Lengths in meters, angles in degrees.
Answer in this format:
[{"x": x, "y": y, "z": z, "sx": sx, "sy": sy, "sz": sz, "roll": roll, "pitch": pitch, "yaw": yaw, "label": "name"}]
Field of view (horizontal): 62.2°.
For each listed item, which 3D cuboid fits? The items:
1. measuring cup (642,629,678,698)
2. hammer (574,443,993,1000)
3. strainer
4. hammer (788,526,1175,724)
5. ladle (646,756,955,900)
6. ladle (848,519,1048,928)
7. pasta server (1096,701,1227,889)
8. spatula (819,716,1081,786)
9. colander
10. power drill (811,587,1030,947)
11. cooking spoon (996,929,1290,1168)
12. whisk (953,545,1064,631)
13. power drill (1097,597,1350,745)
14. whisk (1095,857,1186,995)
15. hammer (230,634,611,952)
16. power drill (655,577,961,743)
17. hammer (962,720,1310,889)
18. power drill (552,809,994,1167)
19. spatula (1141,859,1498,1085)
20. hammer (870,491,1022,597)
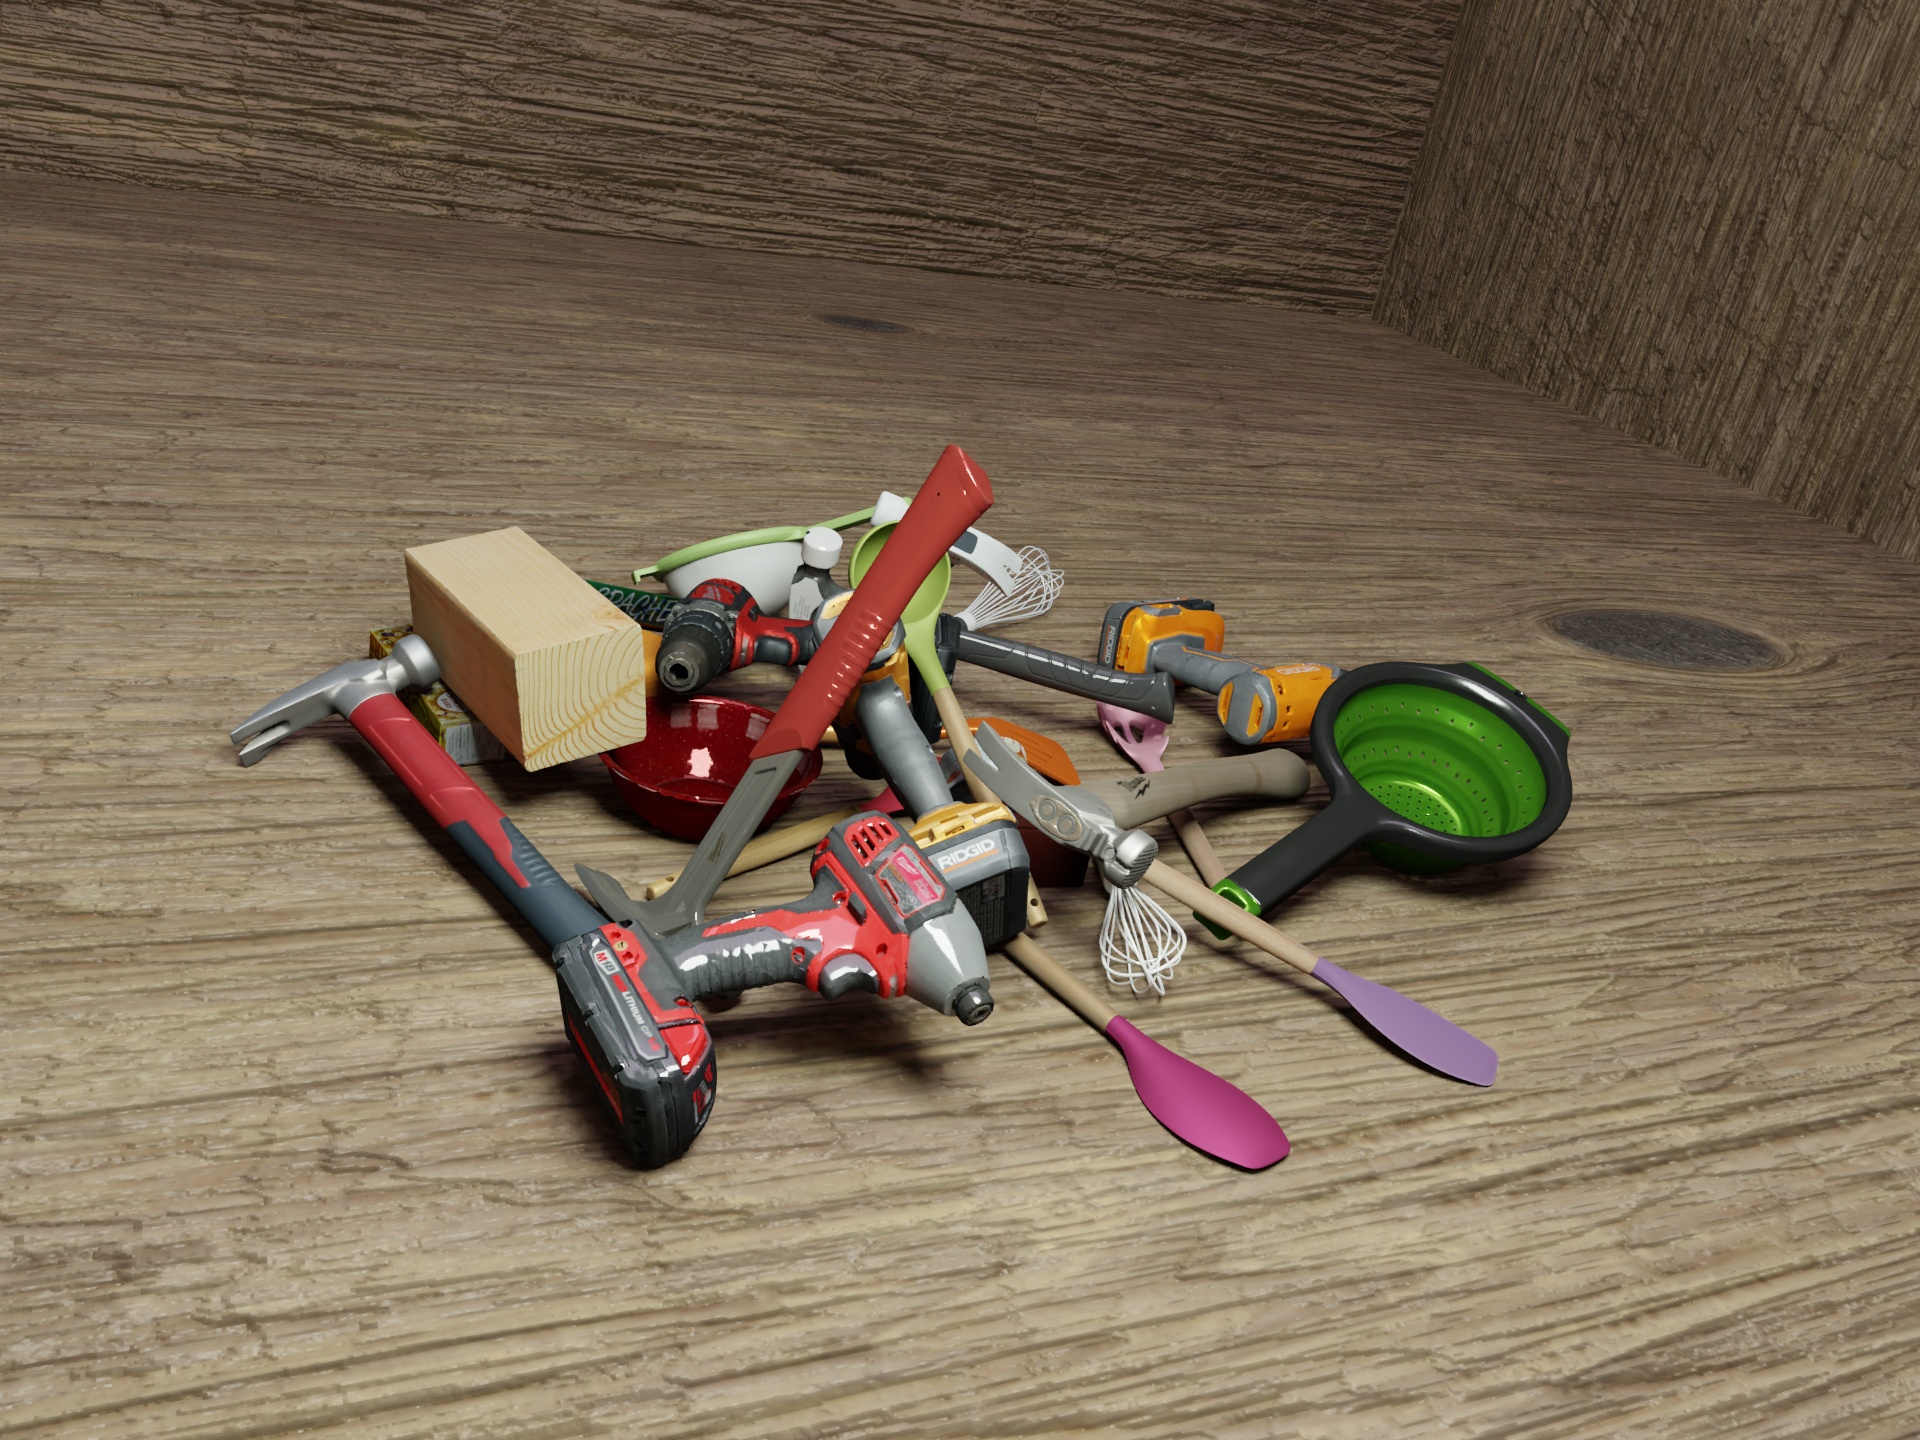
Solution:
[{"x": -0.292, "y": -0.059, "z": 1.292, "sx": 0.095, "sy": 0.052, "sz": 0.174, "roll": -10, "pitch": 35, "yaw": -38, "label": "measuring cup"}, {"x": -0.097, "y": -0.014, "z": 0.981, "sx": 0.149, "sy": 0.359, "sz": 0.036, "roll": 31, "pitch": -2, "yaw": 36, "label": "hammer"}, {"x": -0.149, "y": -0.132, "z": 1.401, "sx": 0.256, "sy": 0.069, "sz": 0.151, "roll": -14, "pitch": -2, "yaw": 25, "label": "strainer"}, {"x": 0.019, "y": -0.054, "z": 1.323, "sx": 0.334, "sy": 0.146, "sz": 0.035, "roll": 16, "pitch": 40, "yaw": -1, "label": "hammer"}, {"x": -0.094, "y": 0.075, "z": 1.135, "sx": 0.069, "sy": 0.031, "sz": 0.315, "roll": 34, "pitch": 35, "yaw": 32, "label": "ladle"}, {"x": -0.002, "y": -0.004, "z": 1.114, "sx": 0.078, "sy": 0.062, "sz": 0.320, "roll": -14, "pitch": 63, "yaw": -19, "label": "ladle"}, {"x": 0.169, "y": 0.057, "z": 1.268, "sx": 0.060, "sy": 0.040, "sz": 0.316, "roll": -4, "pitch": 29, "yaw": -10, "label": "pasta server"}, {"x": -0.061, "y": 0.019, "z": 1.271, "sx": 0.322, "sy": 0.041, "sz": 0.081, "roll": 1, "pitch": 27, "yaw": -12, "label": "spatula"}, {"x": 0.309, "y": 0.086, "z": 1.220, "sx": 0.397, "sy": 0.094, "sz": 0.205, "roll": -28, "pitch": 56, "yaw": -33, "label": "colander"}, {"x": -0.034, "y": 0.047, "z": 1.058, "sx": 0.084, "sy": 0.185, "sz": 0.226, "roll": -21, "pitch": 61, "yaw": -12, "label": "power drill"}, {"x": 0.079, "y": 0.177, "z": 1.004, "sx": 0.068, "sy": 0.017, "sz": 0.319, "roll": -11, "pitch": 34, "yaw": -40, "label": "cooking spoon"}, {"x": 0.019, "y": -0.100, "z": 1.517, "sx": 0.070, "sy": 0.070, "sz": 0.284, "roll": 23, "pitch": 33, "yaw": 23, "label": "whisk"}, {"x": 0.250, "y": -0.044, "z": 1.433, "sx": 0.164, "sy": 0.084, "sz": 0.227, "roll": -6, "pitch": 23, "yaw": -35, "label": "power drill"}, {"x": 0.113, "y": 0.116, "z": 1.116, "sx": 0.058, "sy": 0.059, "sz": 0.246, "roll": -28, "pitch": 21, "yaw": 7, "label": "whisk"}, {"x": -0.318, "y": 0.075, "z": 1.004, "sx": 0.143, "sy": 0.038, "sz": 0.387, "roll": -32, "pitch": 51, "yaw": -27, "label": "hammer"}, {"x": -0.119, "y": -0.047, "z": 1.217, "sx": 0.226, "sy": 0.080, "sz": 0.188, "roll": 11, "pitch": 18, "yaw": -2, "label": "power drill"}, {"x": 0.159, "y": 0.044, "z": 1.186, "sx": 0.146, "sy": 0.038, "sz": 0.410, "roll": 37, "pitch": 21, "yaw": 25, "label": "hammer"}, {"x": -0.094, "y": 0.141, "z": 0.859, "sx": 0.219, "sy": 0.078, "sz": 0.143, "roll": -22, "pitch": 51, "yaw": -25, "label": "power drill"}, {"x": 0.213, "y": 0.152, "z": 1.061, "sx": 0.316, "sy": 0.018, "sz": 0.060, "roll": 30, "pitch": 30, "yaw": 12, "label": "spatula"}, {"x": -0.030, "y": -0.130, "z": 1.386, "sx": 0.128, "sy": 0.033, "sz": 0.331, "roll": 22, "pitch": -7, "yaw": -7, "label": "hammer"}]
